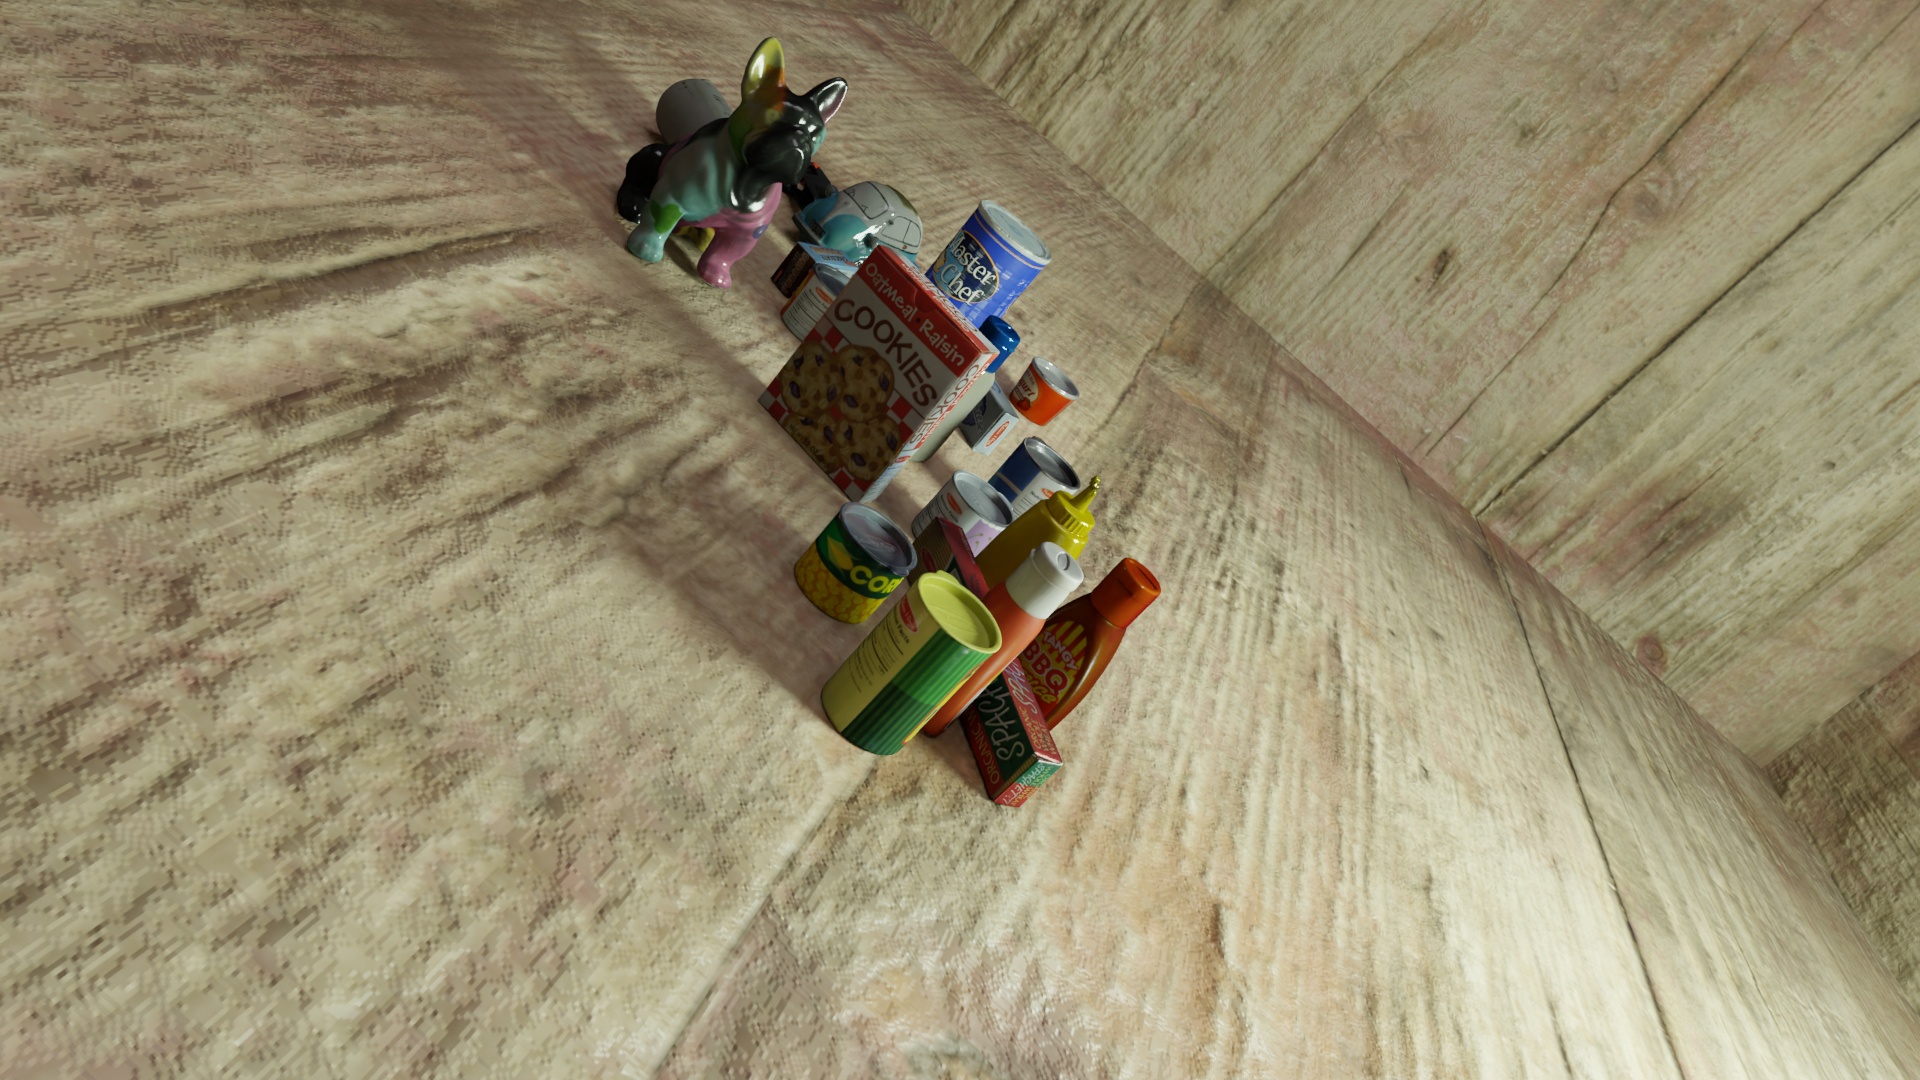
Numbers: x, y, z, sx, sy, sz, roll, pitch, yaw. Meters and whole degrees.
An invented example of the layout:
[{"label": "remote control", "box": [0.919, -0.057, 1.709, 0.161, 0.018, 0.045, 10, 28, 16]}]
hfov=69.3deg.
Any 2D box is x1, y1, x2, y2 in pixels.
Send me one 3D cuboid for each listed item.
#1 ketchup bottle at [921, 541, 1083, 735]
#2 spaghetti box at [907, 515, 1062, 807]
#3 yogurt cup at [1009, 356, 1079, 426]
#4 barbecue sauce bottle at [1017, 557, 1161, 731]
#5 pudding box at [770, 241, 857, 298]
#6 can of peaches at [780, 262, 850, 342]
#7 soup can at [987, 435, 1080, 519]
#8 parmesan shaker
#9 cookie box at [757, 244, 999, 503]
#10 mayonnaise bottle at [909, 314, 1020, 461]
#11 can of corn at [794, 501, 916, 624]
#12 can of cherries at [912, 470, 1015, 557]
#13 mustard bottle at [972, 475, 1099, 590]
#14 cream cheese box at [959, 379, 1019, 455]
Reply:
[{"label": "ketchup bottle", "box": [0.020, 0.063, 0.925, 0.043, 0.148, 0.065, 39, 23, -6]}, {"label": "spaghetti box", "box": [0.010, 0.081, 1.004, 0.028, 0.050, 0.251, 24, 28, -36]}, {"label": "yogurt cup", "box": [0.092, -0.166, 1.569, 0.072, 0.053, 0.073, 34, 24, -17]}, {"label": "barbecue sauce bottle", "box": [0.083, 0.075, 1.004, 0.065, 0.148, 0.044, 50, 24, 19]}, {"label": "pudding box", "box": [-0.143, -0.265, 1.377, 0.030, 0.049, 0.084, 48, 24, 15]}, {"label": "can of peaches", "box": [-0.126, -0.218, 1.310, 0.071, 0.058, 0.071, 34, 24, -17]}, {"label": "soup can", "box": [0.056, -0.042, 1.253, 0.071, 0.083, 0.072, 34, 24, -17]}, {"label": "parmesan shaker", "box": [-0.032, 0.077, 0.876, 0.071, 0.102, 0.071, 34, 24, -17]}, {"label": "cookie box", "box": [-0.067, -0.131, 1.108, 0.123, 0.167, 0.040, 47, 23, 11]}, {"label": "mayonnaise bottle", "box": [-0.006, -0.134, 1.235, 0.041, 0.147, 0.065, 51, 24, 21]}, {"label": "can of corn", "box": [-0.073, 0.018, 0.974, 0.071, 0.058, 0.071, 34, 24, -17]}, {"label": "can of cherries", "box": [0.004, -0.014, 1.154, 0.071, 0.058, 0.072, 34, 24, -17]}, {"label": "mustard bottle", "box": [0.058, 0.010, 1.065, 0.065, 0.159, 0.049, 48, 23, 14]}, {"label": "cream cheese box", "box": [0.016, -0.139, 1.401, 0.024, 0.053, 0.104, 20, 31, -42]}]
